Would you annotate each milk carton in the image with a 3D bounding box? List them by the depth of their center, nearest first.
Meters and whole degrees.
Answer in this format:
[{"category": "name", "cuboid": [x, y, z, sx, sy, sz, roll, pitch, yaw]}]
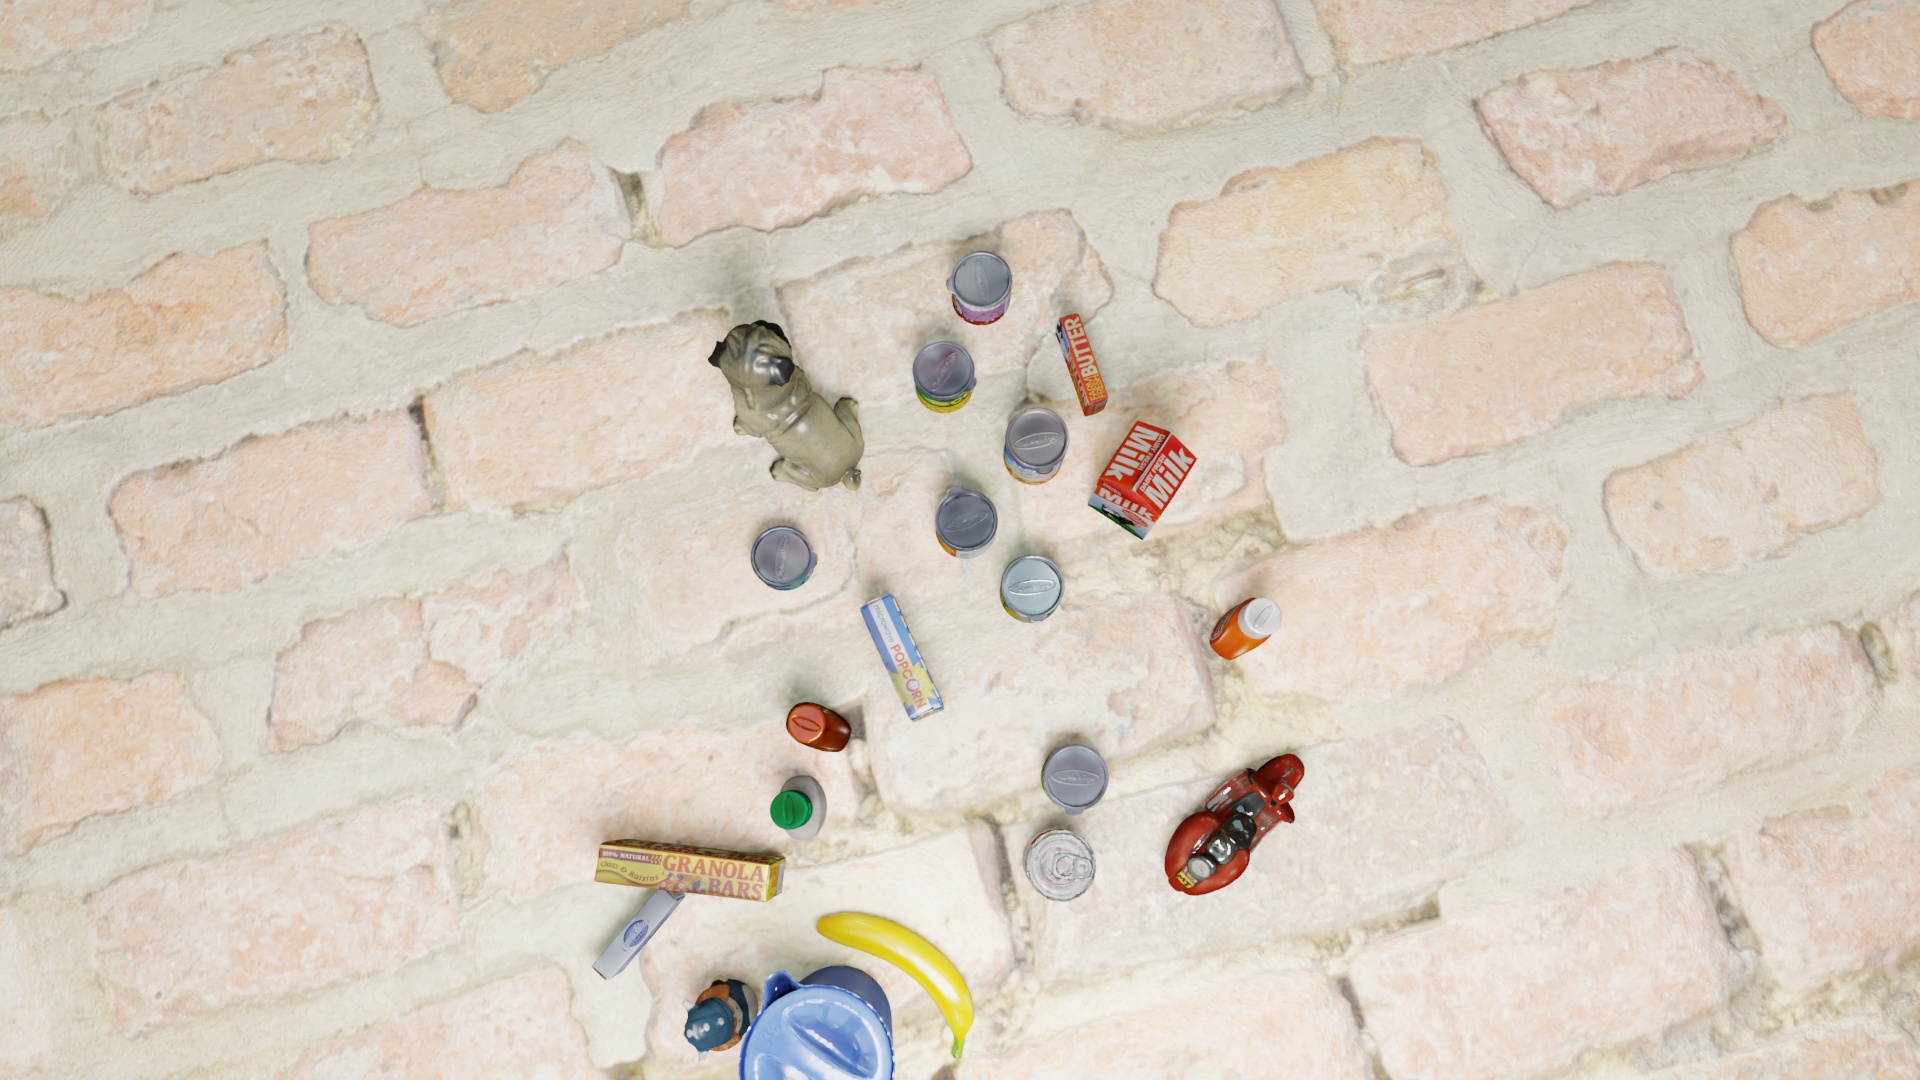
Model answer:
[{"category": "milk carton", "cuboid": [0.184, -0.062, 1.409, 0.073, 0.190, 0.072, 33, 82, 6]}]

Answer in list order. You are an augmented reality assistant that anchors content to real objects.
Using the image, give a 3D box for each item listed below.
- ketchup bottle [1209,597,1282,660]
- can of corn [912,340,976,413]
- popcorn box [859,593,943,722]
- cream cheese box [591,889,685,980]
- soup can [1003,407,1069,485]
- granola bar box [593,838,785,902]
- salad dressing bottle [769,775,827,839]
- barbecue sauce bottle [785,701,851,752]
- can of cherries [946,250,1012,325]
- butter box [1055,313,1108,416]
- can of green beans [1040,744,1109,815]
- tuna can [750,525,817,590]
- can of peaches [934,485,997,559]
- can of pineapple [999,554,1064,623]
[{"category": "ketchup bottle", "cuboid": [0.292, 0.085, 1.403, 0.043, 0.148, 0.065, 39, 82, 6]}, {"category": "can of corn", "cuboid": [-0.016, -0.174, 1.497, 0.071, 0.058, 0.071, 0, 80, 0]}, {"category": "popcorn box", "cuboid": [-0.059, 0.122, 1.428, 0.038, 0.085, 0.127, -25, 81, -4]}, {"category": "cream cheese box", "cuboid": [-0.321, 0.391, 1.393, 0.024, 0.053, 0.104, 40, 82, 6]}, {"category": "soup can", "cuboid": [0.079, -0.095, 1.469, 0.071, 0.083, 0.071, 0, 80, 0]}, {"category": "granola bar box", "cuboid": [-0.262, 0.323, 1.370, 0.166, 0.124, 0.039, 7, 80, 1]}, {"category": "salad dressing bottle", "cuboid": [-0.160, 0.264, 1.369, 0.044, 0.147, 0.064, -4, 80, -1]}, {"category": "barbecue sauce bottle", "cuboid": [-0.145, 0.185, 1.384, 0.065, 0.148, 0.044, 22, 81, 4]}, {"category": "can of cherries", "cuboid": [0.020, -0.274, 1.516, 0.071, 0.058, 0.071, 0, 80, 0]}, {"category": "butter box", "cuboid": [0.131, -0.189, 1.503, 0.024, 0.053, 0.103, -18, 80, -3]}, {"category": "can of green beans", "cuboid": [0.116, 0.242, 1.420, 0.071, 0.057, 0.071, 0, 80, 0]}, {"category": "tuna can", "cuboid": [-0.185, 0.020, 1.473, 0.071, 0.032, 0.071, 0, 80, 0]}, {"category": "can of peaches", "cuboid": [0.005, -0.018, 1.468, 0.071, 0.058, 0.071, 0, 80, 0]}, {"category": "can of pineapple", "cuboid": [0.074, 0.053, 1.455, 0.071, 0.057, 0.071, 0, 80, 0]}]
